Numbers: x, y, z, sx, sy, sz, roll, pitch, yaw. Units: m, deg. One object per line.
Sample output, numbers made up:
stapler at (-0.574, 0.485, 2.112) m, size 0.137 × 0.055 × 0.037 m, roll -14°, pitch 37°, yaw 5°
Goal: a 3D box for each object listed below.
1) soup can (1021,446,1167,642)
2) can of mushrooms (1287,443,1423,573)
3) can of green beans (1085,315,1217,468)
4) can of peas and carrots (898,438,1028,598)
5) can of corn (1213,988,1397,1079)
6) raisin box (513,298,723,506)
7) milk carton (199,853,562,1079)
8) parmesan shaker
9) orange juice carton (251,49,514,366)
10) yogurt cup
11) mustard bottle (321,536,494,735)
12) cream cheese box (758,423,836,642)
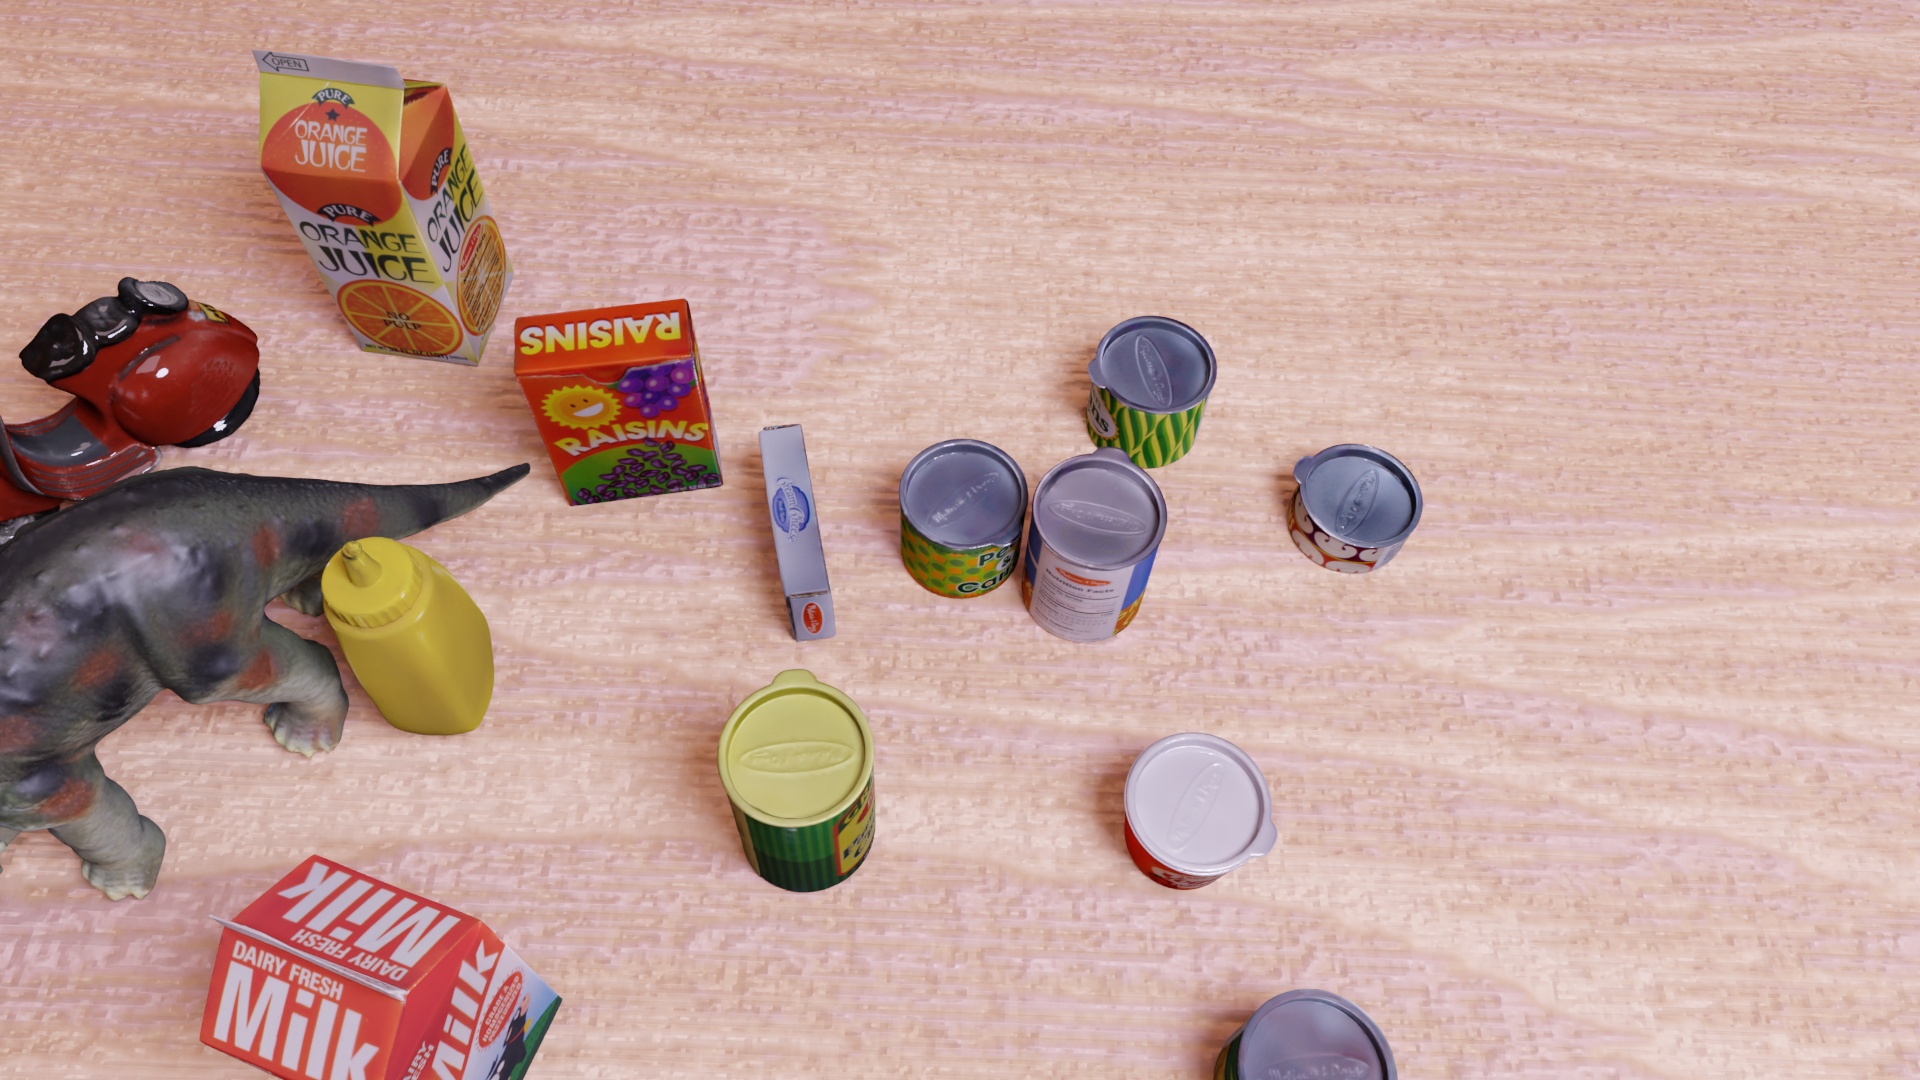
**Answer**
soup can at (0.067, 0.003, 0.710) m, size 0.071 × 0.083 × 0.071 m, roll 1°, pitch 60°, yaw -2°
can of mushrooms at (0.212, -0.018, 0.758) m, size 0.071 × 0.033 × 0.071 m, roll 1°, pitch 60°, yaw -2°
can of green beans at (0.105, -0.082, 0.776) m, size 0.071 × 0.057 × 0.071 m, roll 1°, pitch 60°, yaw -2°
can of peas and carrots at (0.003, -0.009, 0.729) m, size 0.071 × 0.058 × 0.071 m, roll 1°, pitch 60°, yaw -2°
can of corn at (0.146, 0.235, 0.595) m, size 0.071 × 0.058 × 0.071 m, roll 1°, pitch 60°, yaw -2°
raisin box at (-0.174, -0.068, 0.718) m, size 0.086 × 0.122 × 0.040 m, roll -7°, pitch 61°, yaw -6°
milk carton at (-0.220, 0.180, 0.535) m, size 0.072 × 0.189 × 0.074 m, roll 18°, pitch 61°, yaw 8°
parmesan shaker at (-0.071, 0.111, 0.631) m, size 0.071 × 0.102 × 0.071 m, roll 1°, pitch 60°, yaw -2°
orange juice carton at (-0.304, -0.181, 0.738) m, size 0.072 × 0.191 × 0.073 m, roll 8°, pitch 60°, yaw 2°
yogurt cup at (0.108, 0.131, 0.656) m, size 0.072 × 0.053 × 0.073 m, roll 1°, pitch 60°, yaw -2°
mustard bottle at (-0.254, 0.037, 0.633) m, size 0.049 × 0.159 × 0.065 m, roll -1°, pitch 61°, yaw -3°
cream cheese box at (-0.085, -0.004, 0.725) m, size 0.024 × 0.053 × 0.104 m, roll -9°, pitch 61°, yaw -7°
